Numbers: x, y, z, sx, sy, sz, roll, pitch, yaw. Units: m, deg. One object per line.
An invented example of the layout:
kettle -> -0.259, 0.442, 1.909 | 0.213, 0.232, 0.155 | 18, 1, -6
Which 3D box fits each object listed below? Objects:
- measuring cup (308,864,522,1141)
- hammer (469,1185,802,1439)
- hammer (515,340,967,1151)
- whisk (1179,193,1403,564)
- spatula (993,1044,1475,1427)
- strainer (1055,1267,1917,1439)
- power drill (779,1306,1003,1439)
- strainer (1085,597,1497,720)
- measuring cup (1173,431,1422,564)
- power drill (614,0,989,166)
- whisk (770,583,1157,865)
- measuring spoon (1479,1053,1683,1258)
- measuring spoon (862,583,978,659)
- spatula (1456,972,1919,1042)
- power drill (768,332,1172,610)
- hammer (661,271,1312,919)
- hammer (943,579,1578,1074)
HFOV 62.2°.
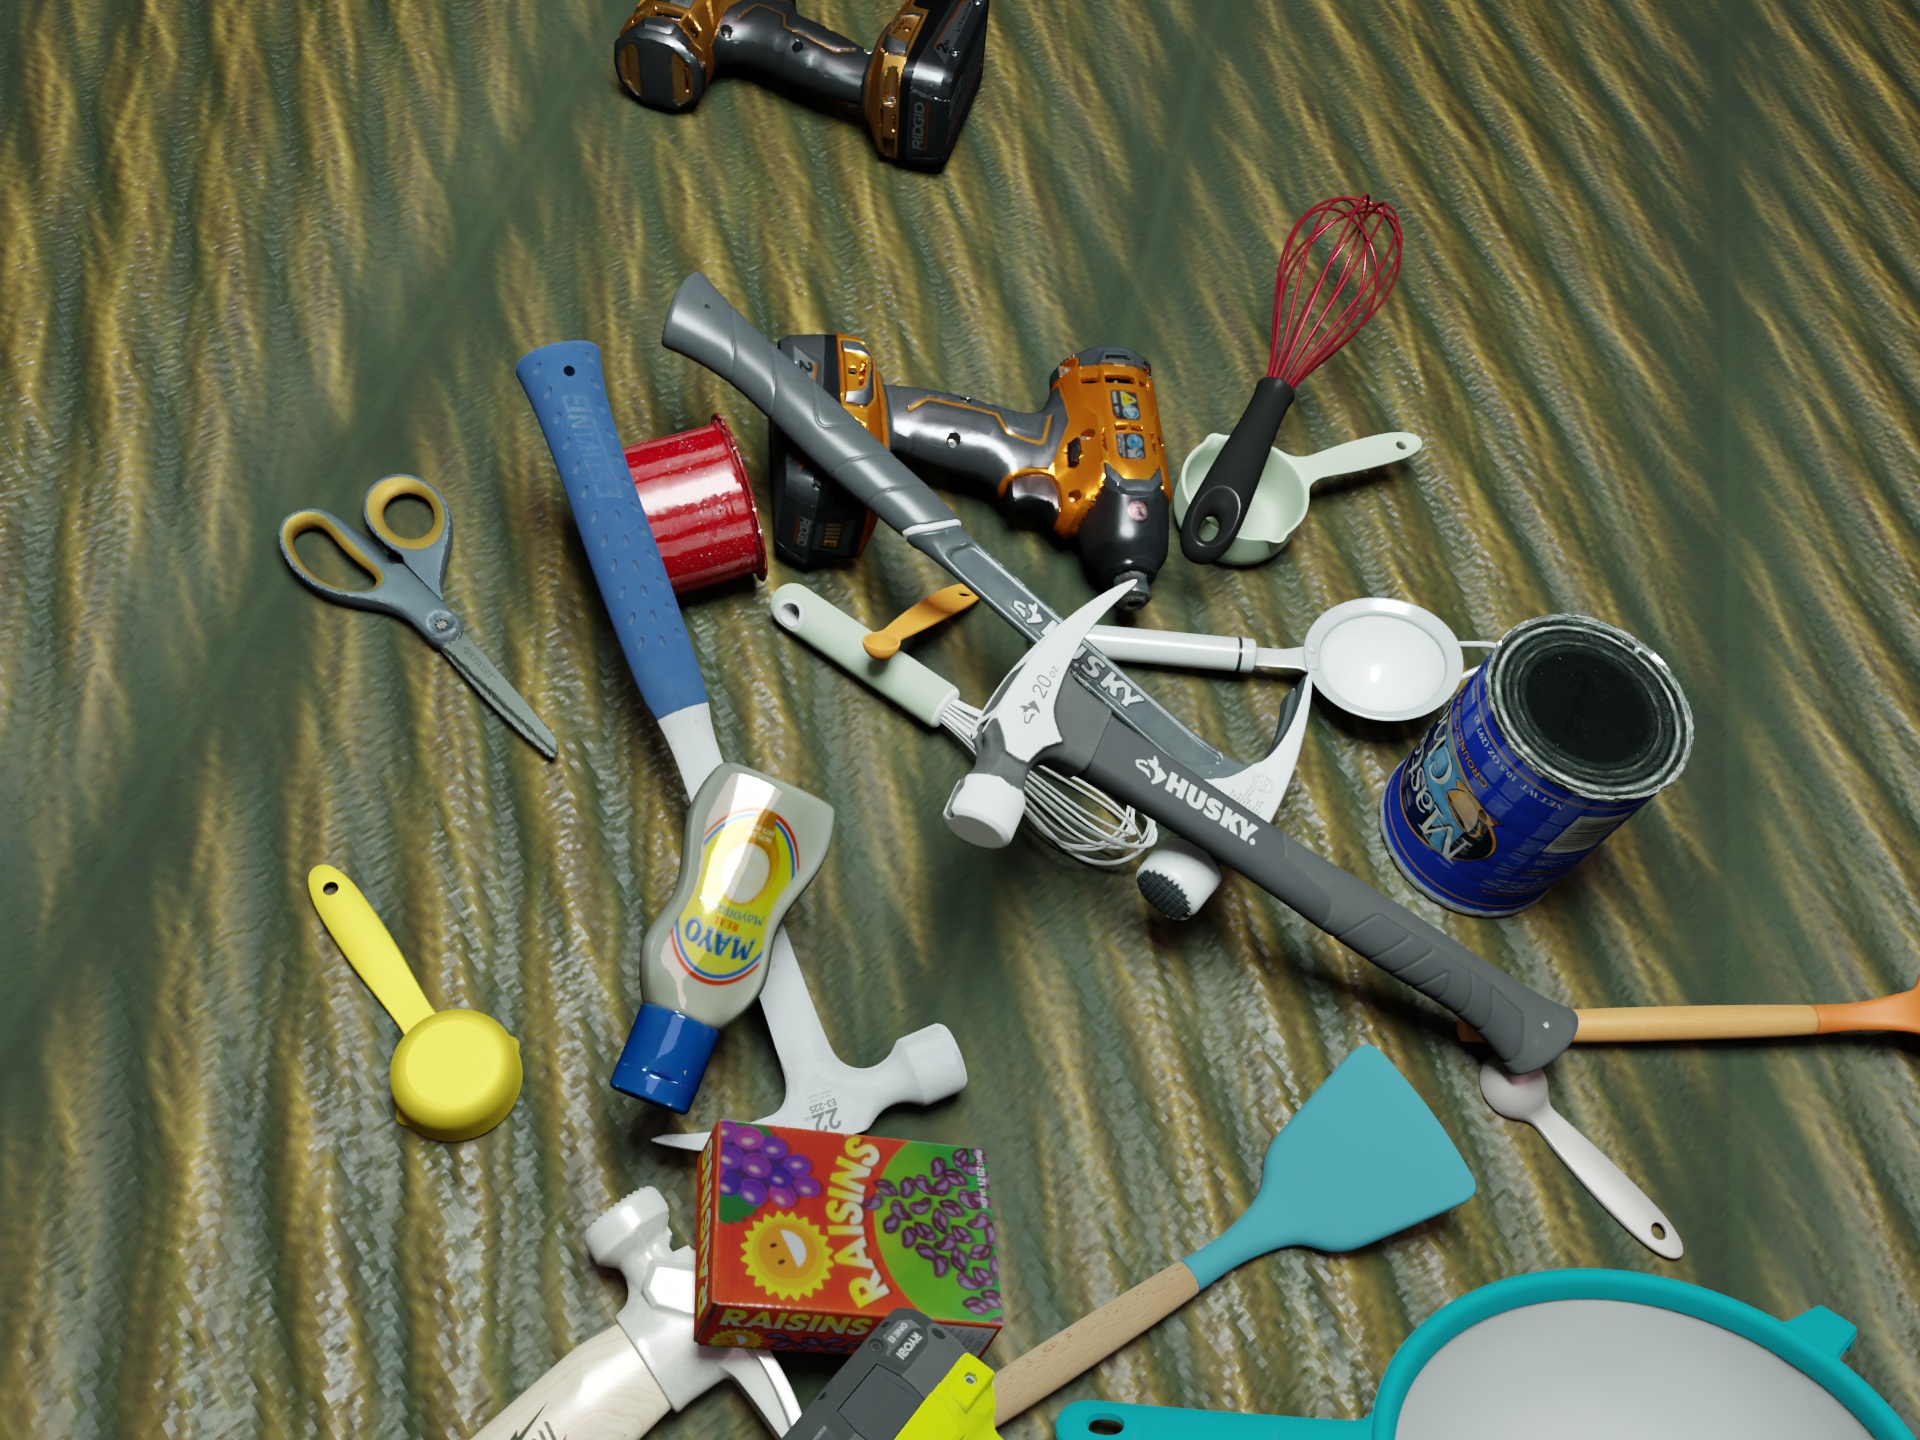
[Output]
measuring cup -> -0.258, 0.122, 0.729 | 0.062, 0.029, 0.157 | -33, 72, -24
hammer -> -0.247, 0.357, 0.593 | 0.410, 0.038, 0.146 | -33, 71, -24
hammer -> -0.134, 0.008, 0.756 | 0.144, 0.035, 0.406 | -19, 80, -17
whisk -> 0.193, -0.208, 0.936 | 0.073, 0.073, 0.296 | 26, 66, 6
spatula -> 0.081, 0.254, 0.699 | 0.317, 0.044, 0.082 | -25, 66, -22
strainer -> 0.210, 0.331, 0.652 | 0.340, 0.095, 0.211 | -1, 27, 14
power drill -> 0.027, 0.330, 0.559 | 0.223, 0.080, 0.171 | 30, 36, 20
strainer -> 0.166, -0.035, 0.885 | 0.258, 0.050, 0.087 | 5, 54, 0
measuring cup -> 0.203, -0.140, 0.952 | 0.167, 0.038, 0.083 | -18, 65, -20
power drill -> -0.097, -0.472, 1.073 | 0.226, 0.084, 0.185 | 15, 58, 5
whisk -> -0.001, -0.003, 0.839 | 0.246, 0.057, 0.059 | 34, 26, 14
measuring spoon -> 0.306, 0.211, 0.776 | 0.034, 0.018, 0.124 | -35, 72, -25
measuring spoon -> -0.018, -0.054, 0.857 | 0.021, 0.011, 0.117 | 20, 29, 21
spatula -> 0.412, 0.159, 0.823 | 0.322, 0.041, 0.081 | 0, 60, -5
power drill -> 0.010, -0.137, 0.896 | 0.226, 0.084, 0.164 | 1, 62, -13
hammer -> 0.004, -0.087, 0.807 | 0.409, 0.036, 0.149 | 42, 61, 5
hammer -> 0.158, 0.067, 0.747 | 0.334, 0.035, 0.146 | 32, 61, -12
